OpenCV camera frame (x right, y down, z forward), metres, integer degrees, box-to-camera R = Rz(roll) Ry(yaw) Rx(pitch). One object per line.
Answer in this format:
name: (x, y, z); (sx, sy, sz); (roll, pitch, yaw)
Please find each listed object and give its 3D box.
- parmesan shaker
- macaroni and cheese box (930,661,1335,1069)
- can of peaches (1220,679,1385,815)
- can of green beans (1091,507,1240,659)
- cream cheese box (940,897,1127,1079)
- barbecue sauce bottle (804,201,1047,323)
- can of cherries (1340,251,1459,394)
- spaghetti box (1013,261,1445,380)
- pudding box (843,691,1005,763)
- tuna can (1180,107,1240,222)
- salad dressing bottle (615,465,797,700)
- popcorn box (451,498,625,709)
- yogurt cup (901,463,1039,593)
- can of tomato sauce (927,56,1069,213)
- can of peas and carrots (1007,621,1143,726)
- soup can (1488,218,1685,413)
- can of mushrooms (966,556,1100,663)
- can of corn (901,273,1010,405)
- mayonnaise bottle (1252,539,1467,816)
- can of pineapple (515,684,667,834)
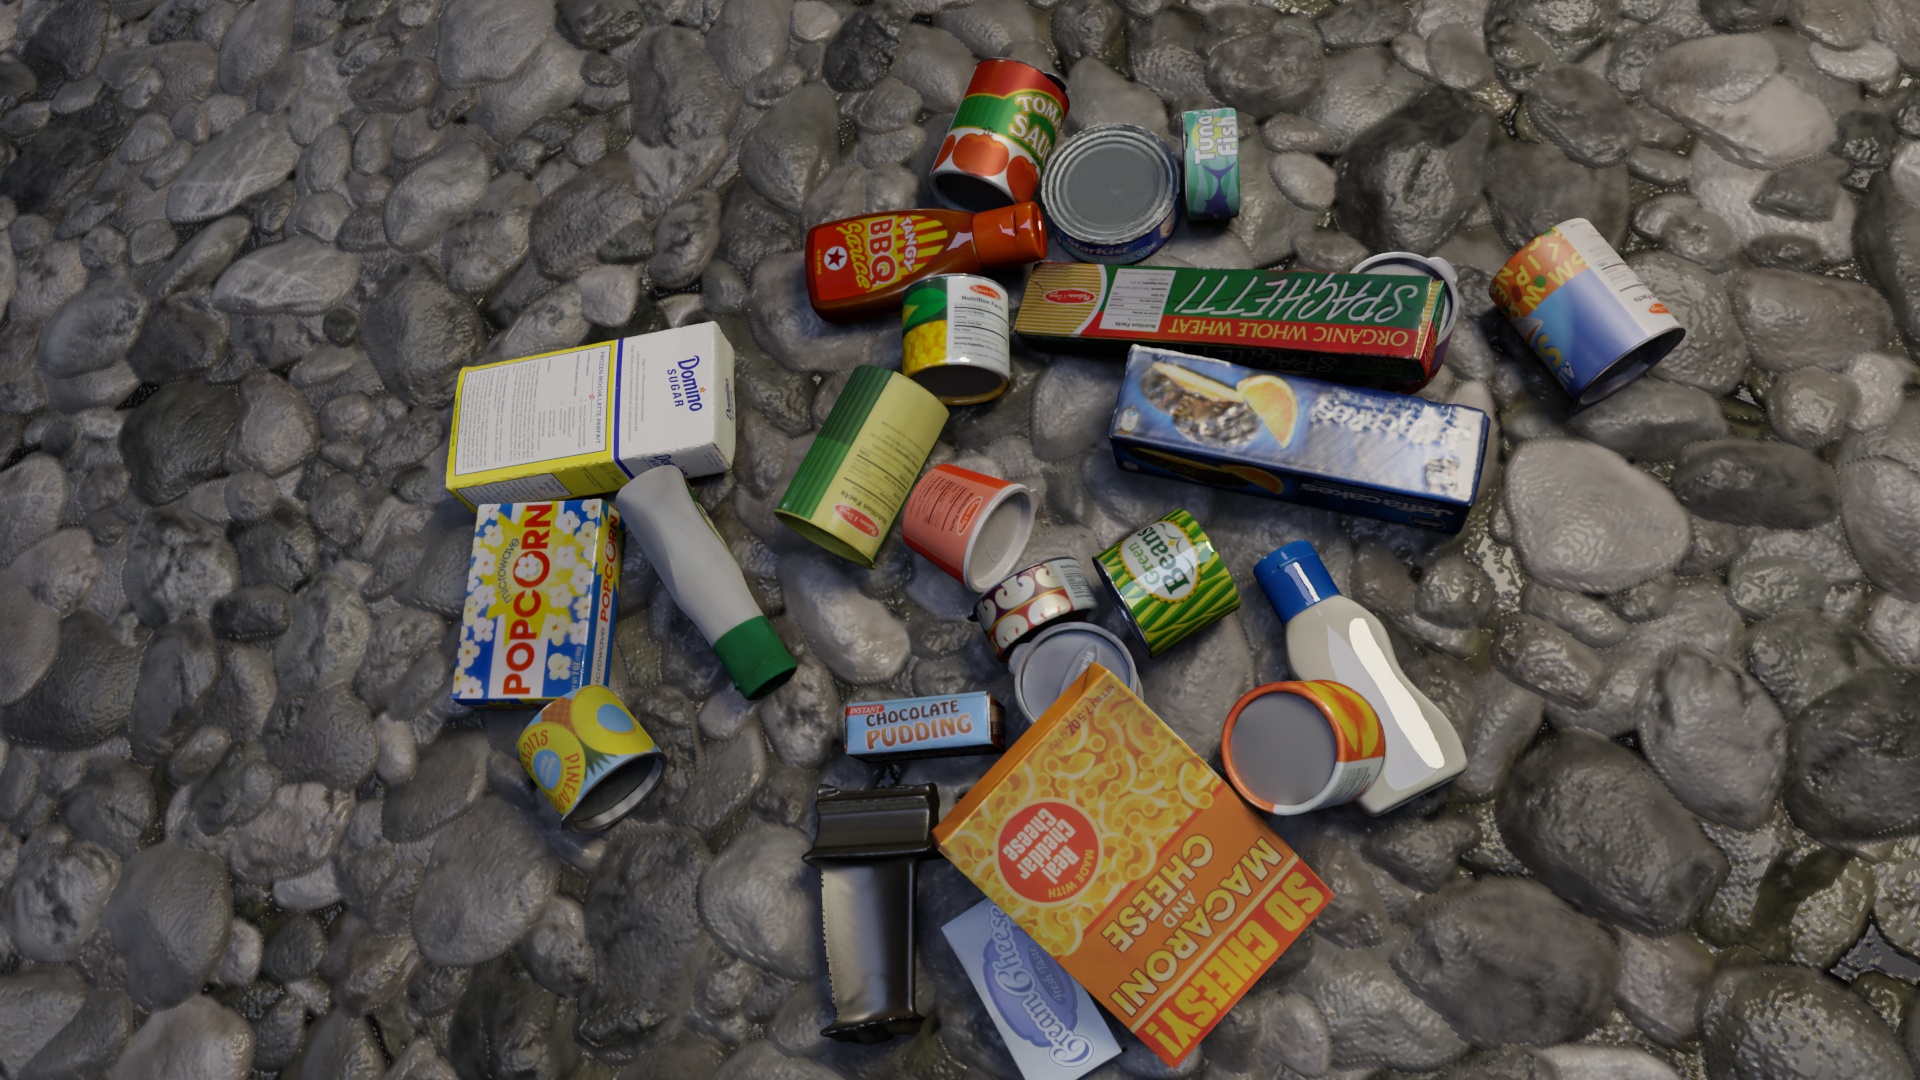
parmesan shaker: (-0.056, -0.044, 0.829); (0.071, 0.071, 0.103); (24, 77, 17)
macaroni and cheese box: (0.088, 0.164, 0.708); (0.166, 0.040, 0.124); (45, 87, -6)
can of peaches: (0.172, 0.103, 0.707); (0.071, 0.058, 0.071); (-3, 85, 36)
can of green beans: (0.114, 0.023, 0.770); (0.058, 0.071, 0.071); (-30, 69, 0)
cream cheese box: (0.038, 0.238, 0.738); (0.053, 0.024, 0.104); (-33, 69, 1)
barbecue sauce bottle: (-0.022, -0.178, 0.865); (0.148, 0.043, 0.065); (-8, 75, 18)
can of cherries: (0.250, -0.123, 0.796); (0.071, 0.058, 0.071); (-4, 71, 11)
spaghetti box: (0.147, -0.128, 0.793); (0.250, 0.028, 0.050); (10, 75, 33)
pudding box: (-0.019, 0.105, 0.779); (0.084, 0.049, 0.030); (-6, 73, 9)
tuna can: (0.152, -0.230, 0.844); (0.033, 0.071, 0.071); (-3, 72, 9)
salad dressing bottle: (-0.151, 0.025, 0.828); (0.044, 0.064, 0.148); (-30, 76, -20)
popcorn box: (-0.257, 0.040, 0.853); (0.085, 0.038, 0.127); (-2, 72, 12)
yogurt cup: (0.003, -0.010, 0.806); (0.054, 0.072, 0.072); (26, 79, 26)
can of tomato sauce: (0.026, -0.250, 0.877); (0.071, 0.071, 0.083); (18, 77, 16)
can of peas and carrots: (0.064, 0.083, 0.765); (0.071, 0.058, 0.071); (-4, 71, 11)
soup can: (0.345, -0.126, 0.776); (0.071, 0.071, 0.084); (-31, 68, 0)
can of mushrooms: (0.041, 0.041, 0.780); (0.071, 0.071, 0.033); (-27, 71, 2)
can of corn: (-0.004, -0.120, 0.843); (0.071, 0.071, 0.058); (-4, 72, 10)
mayonnaise bottle: (0.209, 0.070, 0.750); (0.065, 0.041, 0.148); (-28, 68, 6)
can of pineapple: (-0.214, 0.126, 0.800); (0.071, 0.071, 0.058); (-43, 69, -4)
